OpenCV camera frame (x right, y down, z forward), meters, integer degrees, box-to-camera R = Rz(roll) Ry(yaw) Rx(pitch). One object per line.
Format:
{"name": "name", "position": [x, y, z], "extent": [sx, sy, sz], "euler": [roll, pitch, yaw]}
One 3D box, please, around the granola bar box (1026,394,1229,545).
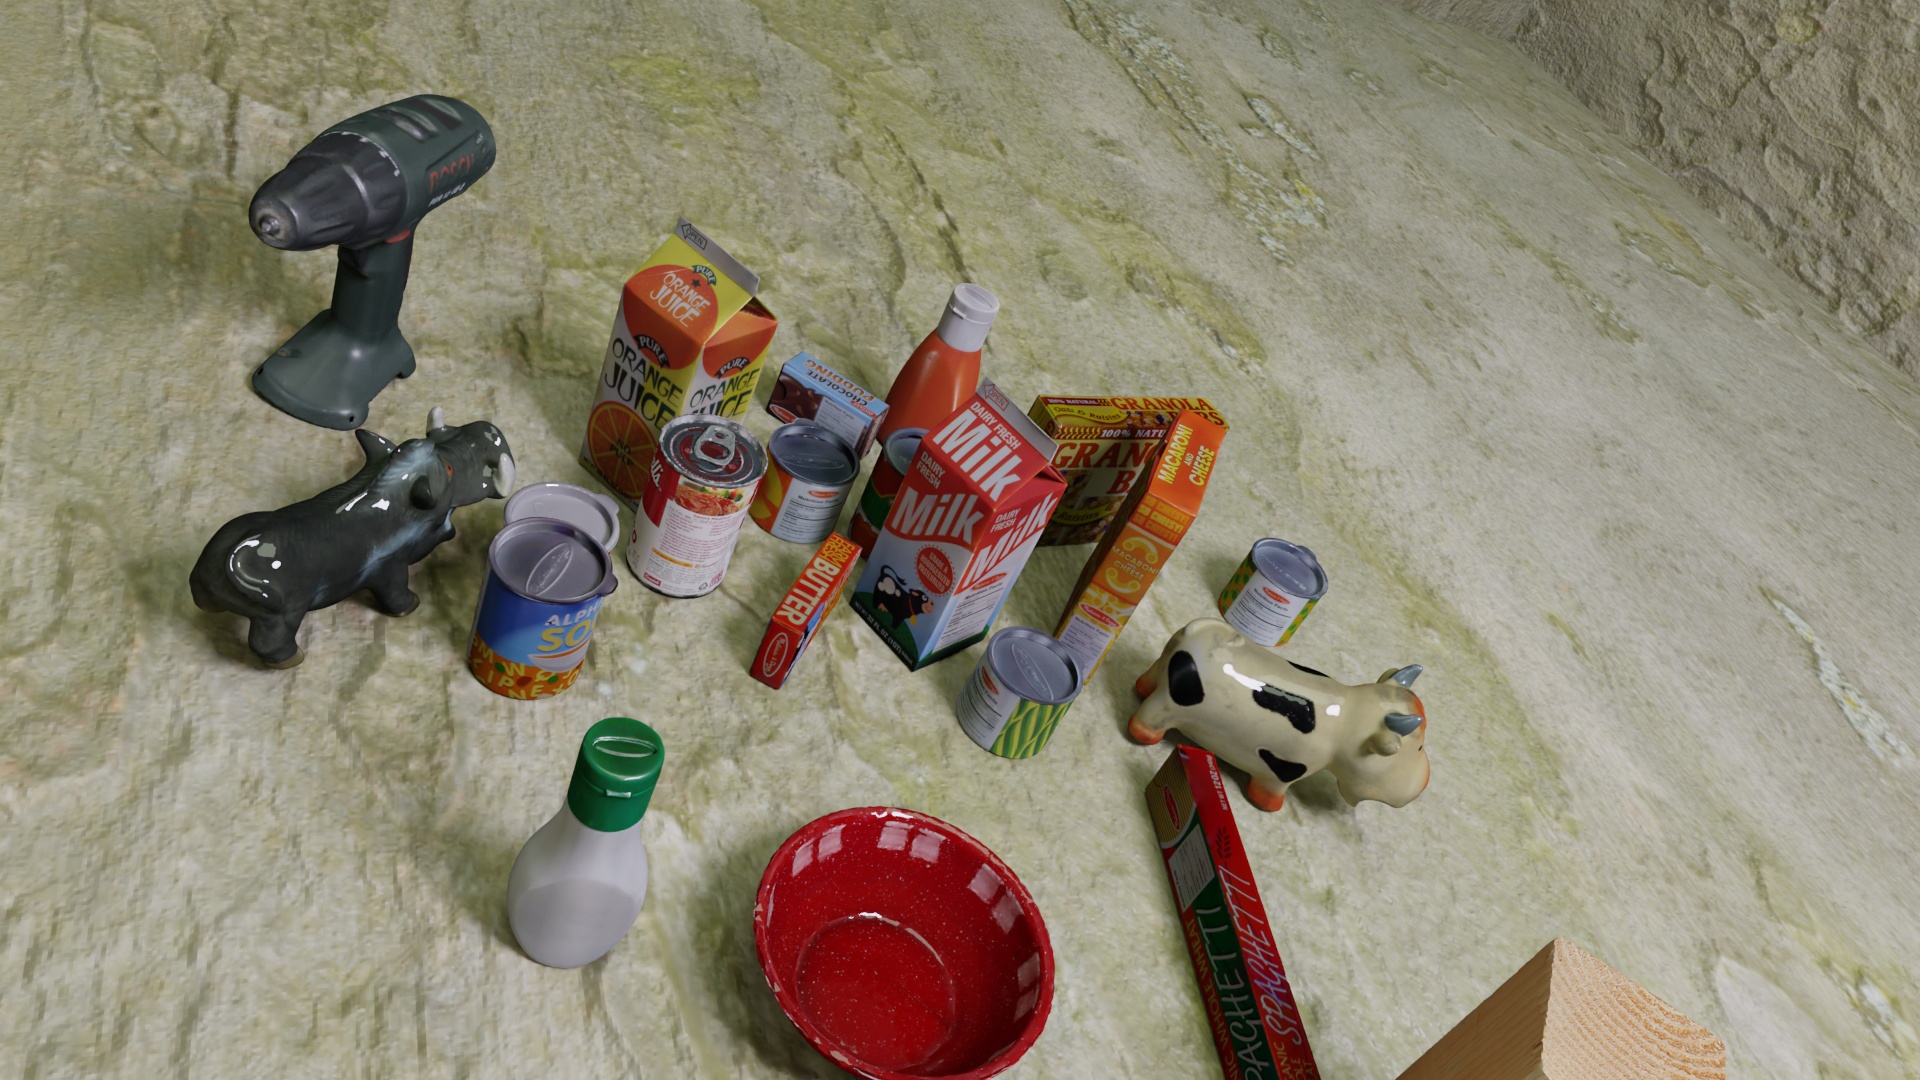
{"name": "granola bar box", "position": [0.109, -0.054, 1.068], "extent": [0.166, 0.123, 0.039], "euler": [-3, 46, -33]}

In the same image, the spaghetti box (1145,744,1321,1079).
{"name": "spaghetti box", "position": [0.158, 0.234, 0.816], "extent": [0.029, 0.050, 0.251], "euler": [11, 40, -20]}

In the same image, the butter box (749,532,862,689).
{"name": "butter box", "position": [-0.098, 0.043, 0.888], "extent": [0.024, 0.052, 0.104], "euler": [28, 37, 1]}

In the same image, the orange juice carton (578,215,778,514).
{"name": "orange juice carton", "position": [-0.182, -0.112, 0.907], "extent": [0.072, 0.191, 0.073], "euler": [39, 39, 16]}

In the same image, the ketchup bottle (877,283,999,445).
{"name": "ketchup bottle", "position": [-0.015, -0.125, 1.058], "extent": [0.065, 0.148, 0.044], "euler": [39, 38, 15]}

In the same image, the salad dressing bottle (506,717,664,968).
{"name": "salad dressing bottle", "position": [-0.172, 0.142, 0.648], "extent": [0.064, 0.146, 0.044], "euler": [11, 40, -20]}

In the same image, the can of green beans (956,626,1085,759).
{"name": "can of green beans", "position": [0.038, 0.099, 0.899], "extent": [0.071, 0.057, 0.071], "euler": [17, 38, -13]}

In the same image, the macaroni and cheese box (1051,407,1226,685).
{"name": "macaroni and cheese box", "position": [0.121, 0.004, 0.972], "extent": [0.040, 0.165, 0.124], "euler": [28, 37, 2]}

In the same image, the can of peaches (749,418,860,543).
{"name": "can of peaches", "position": [-0.111, -0.042, 0.977], "extent": [0.071, 0.057, 0.071], "euler": [17, 38, -13]}

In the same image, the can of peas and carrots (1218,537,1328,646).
{"name": "can of peas and carrots", "position": [0.246, 0.040, 1.093], "extent": [0.071, 0.058, 0.071], "euler": [17, 38, -13]}

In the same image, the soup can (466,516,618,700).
{"name": "soup can", "position": [-0.236, 0.041, 0.783], "extent": [0.071, 0.083, 0.072], "euler": [17, 38, -13]}

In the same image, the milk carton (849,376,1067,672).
{"name": "milk carton", "position": [0.003, -0.011, 0.899], "extent": [0.074, 0.189, 0.072], "euler": [-20, 57, -44]}

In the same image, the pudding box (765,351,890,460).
{"name": "pudding box", "position": [-0.102, -0.101, 1.060], "extent": [0.084, 0.049, 0.030], "euler": [32, 37, 7]}

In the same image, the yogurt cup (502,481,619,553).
{"name": "yogurt cup", "position": [-0.246, 0.006, 0.843], "extent": [0.072, 0.053, 0.073], "euler": [17, 38, -13]}

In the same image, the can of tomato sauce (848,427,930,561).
{"name": "can of tomato sauce", "position": [-0.036, -0.026, 0.982], "extent": [0.071, 0.082, 0.071], "euler": [17, 38, -13]}
